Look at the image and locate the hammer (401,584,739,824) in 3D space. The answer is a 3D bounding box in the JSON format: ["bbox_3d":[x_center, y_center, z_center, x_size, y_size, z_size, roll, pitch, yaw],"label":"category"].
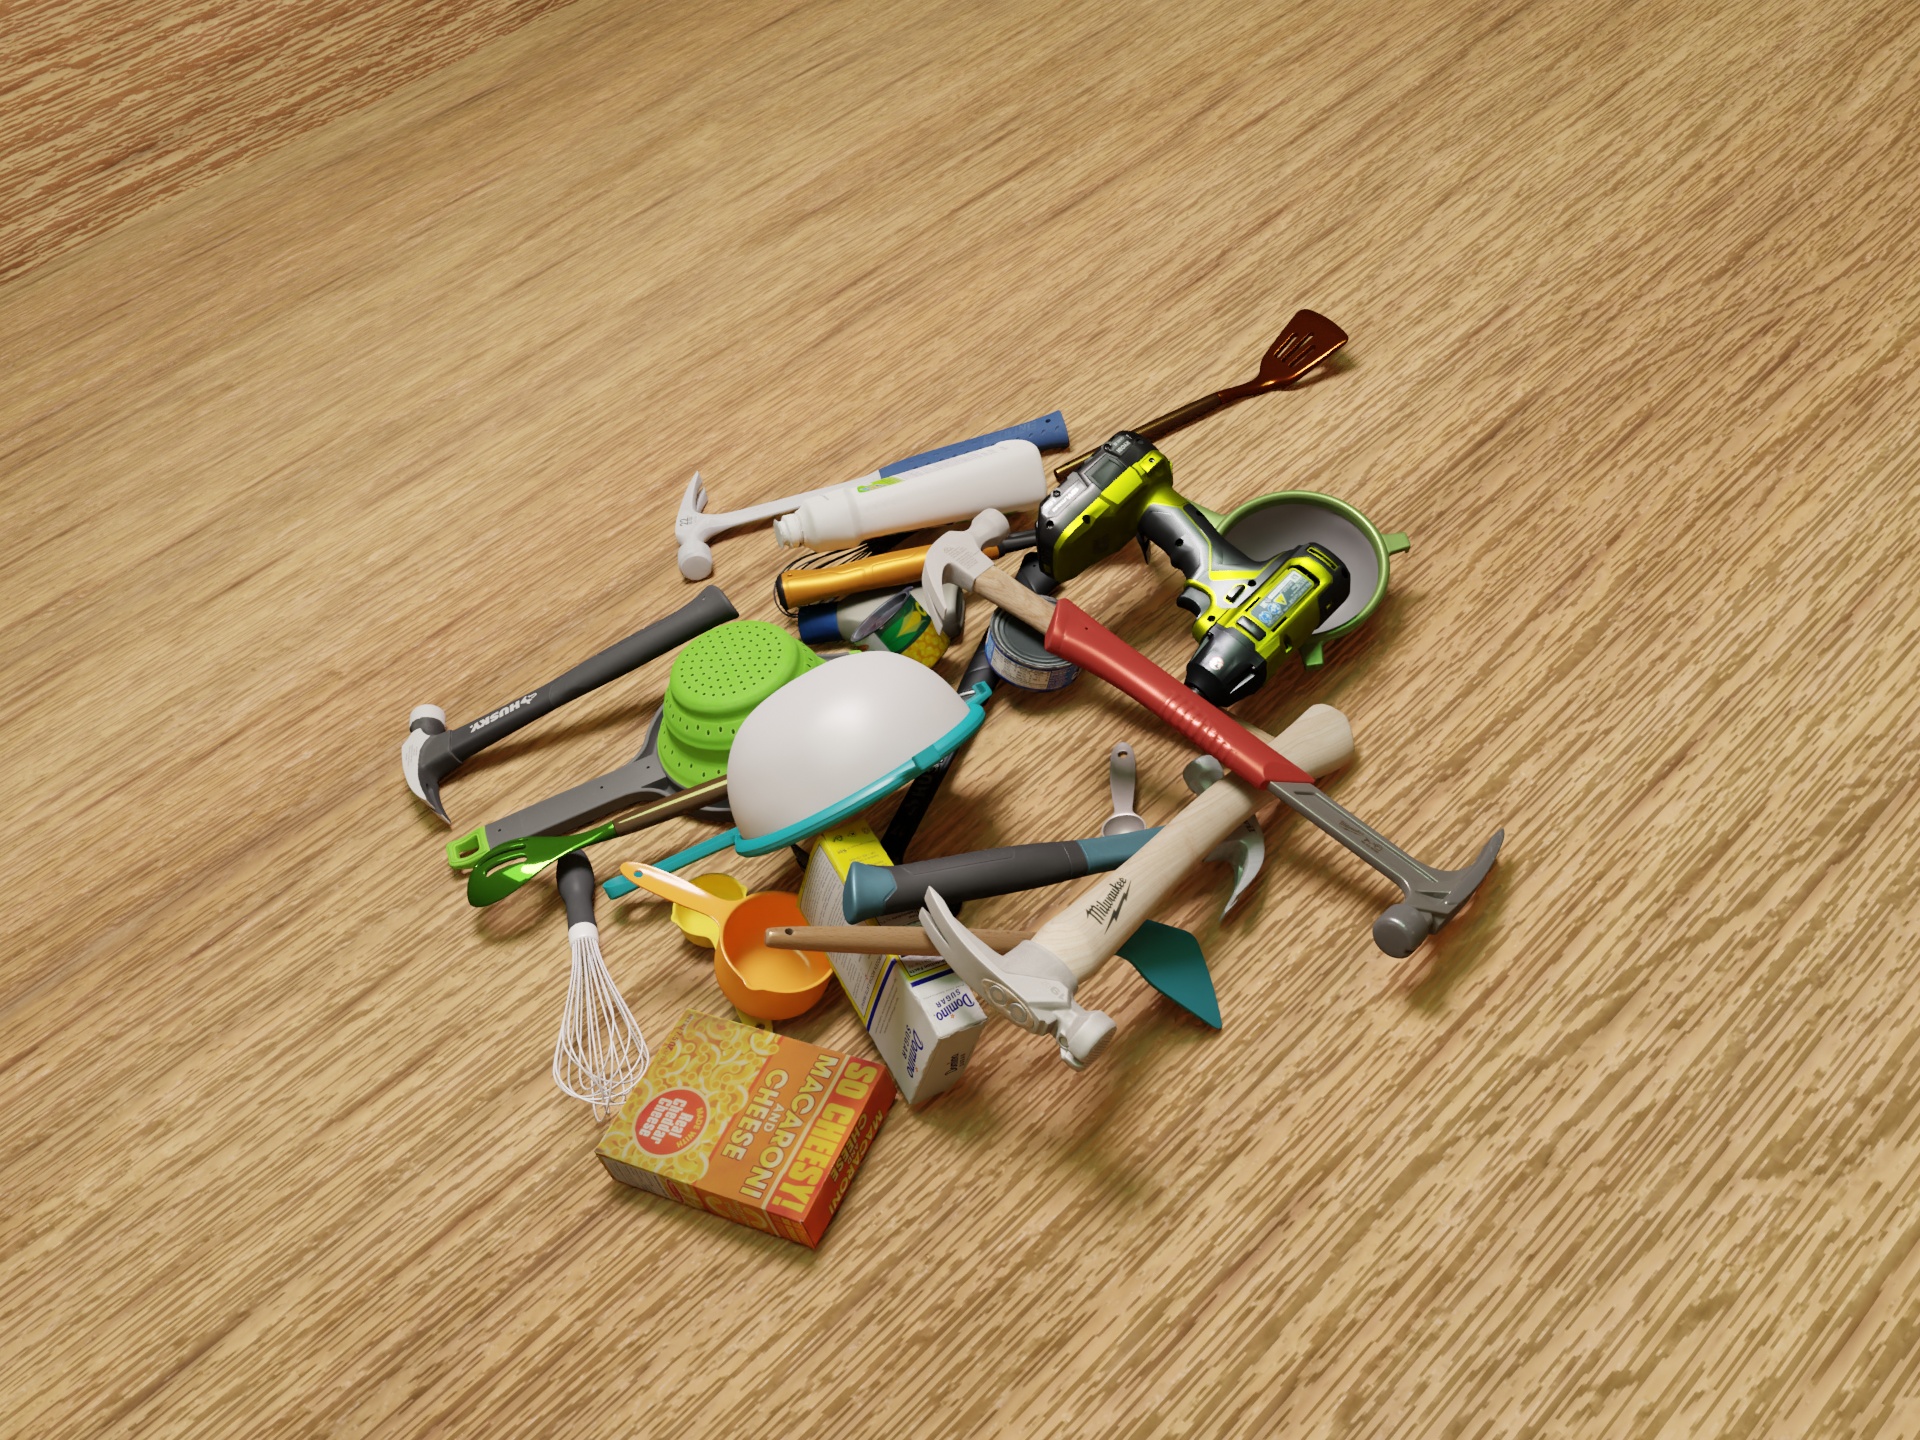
[{"bbox_3d":[-0.345,-0.027,1.403,0.335,0.035,0.146,-27,40,6],"label":"hammer"}]

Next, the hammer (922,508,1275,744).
[{"bbox_3d":[0.107,-0.057,1.285,0.331,0.031,0.130,34,52,20],"label":"hammer"}]

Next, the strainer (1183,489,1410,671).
[{"bbox_3d":[0.237,-0.139,1.349,0.256,0.069,0.151,31,71,24],"label":"strainer"}]

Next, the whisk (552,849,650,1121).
[{"bbox_3d":[-0.282,0.188,1.202,0.070,0.070,0.285,-21,38,-5],"label":"whisk"}]

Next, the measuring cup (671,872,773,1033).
[{"bbox_3d":[-0.171,0.183,1.198,0.062,0.029,0.157,-22,55,-10],"label":"measuring cup"}]

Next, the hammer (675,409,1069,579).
[{"bbox_3d":[-0.092,-0.245,1.606,0.405,0.035,0.144,-15,43,1],"label":"hammer"}]

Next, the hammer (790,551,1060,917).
[{"bbox_3d":[-0.002,-0.004,1.330,0.149,0.036,0.409,7,47,24],"label":"hammer"}]

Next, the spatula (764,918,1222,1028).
[{"bbox_3d":[0.027,0.155,1.050,0.317,0.044,0.082,4,44,-15],"label":"spatula"}]

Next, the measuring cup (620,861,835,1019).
[{"bbox_3d":[-0.173,0.156,1.159,0.173,0.052,0.095,25,45,6],"label":"measuring cup"}]

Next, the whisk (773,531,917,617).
[{"bbox_3d":[-0.083,-0.170,1.518,0.239,0.055,0.055,-37,47,-28],"label":"whisk"}]

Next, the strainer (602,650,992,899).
[{"bbox_3d":[-0.148,0.035,1.196,0.340,0.095,0.211,-25,9,19],"label":"strainer"}]

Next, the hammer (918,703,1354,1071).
[{"bbox_3d":[0.149,0.080,1.107,0.146,0.038,0.410,39,46,20],"label":"hammer"}]

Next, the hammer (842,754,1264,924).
[{"bbox_3d":[0.070,0.097,1.110,0.331,0.033,0.128,-7,51,-26],"label":"hammer"}]

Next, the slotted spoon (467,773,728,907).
[{"bbox_3d":[-0.252,0.076,1.275,0.314,0.031,0.070,-21,31,-3],"label":"slotted spoon"}]

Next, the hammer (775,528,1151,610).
[{"bbox_3d":[0.001,-0.146,1.421,0.337,0.034,0.127,-12,29,-1],"label":"hammer"}]

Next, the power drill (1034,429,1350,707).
[{"bbox_3d":[0.172,-0.116,1.265,0.223,0.080,0.171,41,74,21],"label":"power drill"}]

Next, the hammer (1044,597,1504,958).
[{"bbox_3d":[0.209,0.020,1.138,0.359,0.036,0.149,38,45,21],"label":"hammer"}]

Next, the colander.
[{"bbox_3d":[-0.256,0.014,1.340,0.397,0.094,0.205,-23,43,-8],"label":"colander"}]

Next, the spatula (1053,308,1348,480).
[{"bbox_3d":[0.233,-0.318,1.582,0.322,0.041,0.081,-27,45,-10],"label":"spatula"}]

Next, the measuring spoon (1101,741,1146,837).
[{"bbox_3d":[0.128,0.060,1.242,0.034,0.018,0.124,-7,37,10],"label":"measuring spoon"}]
